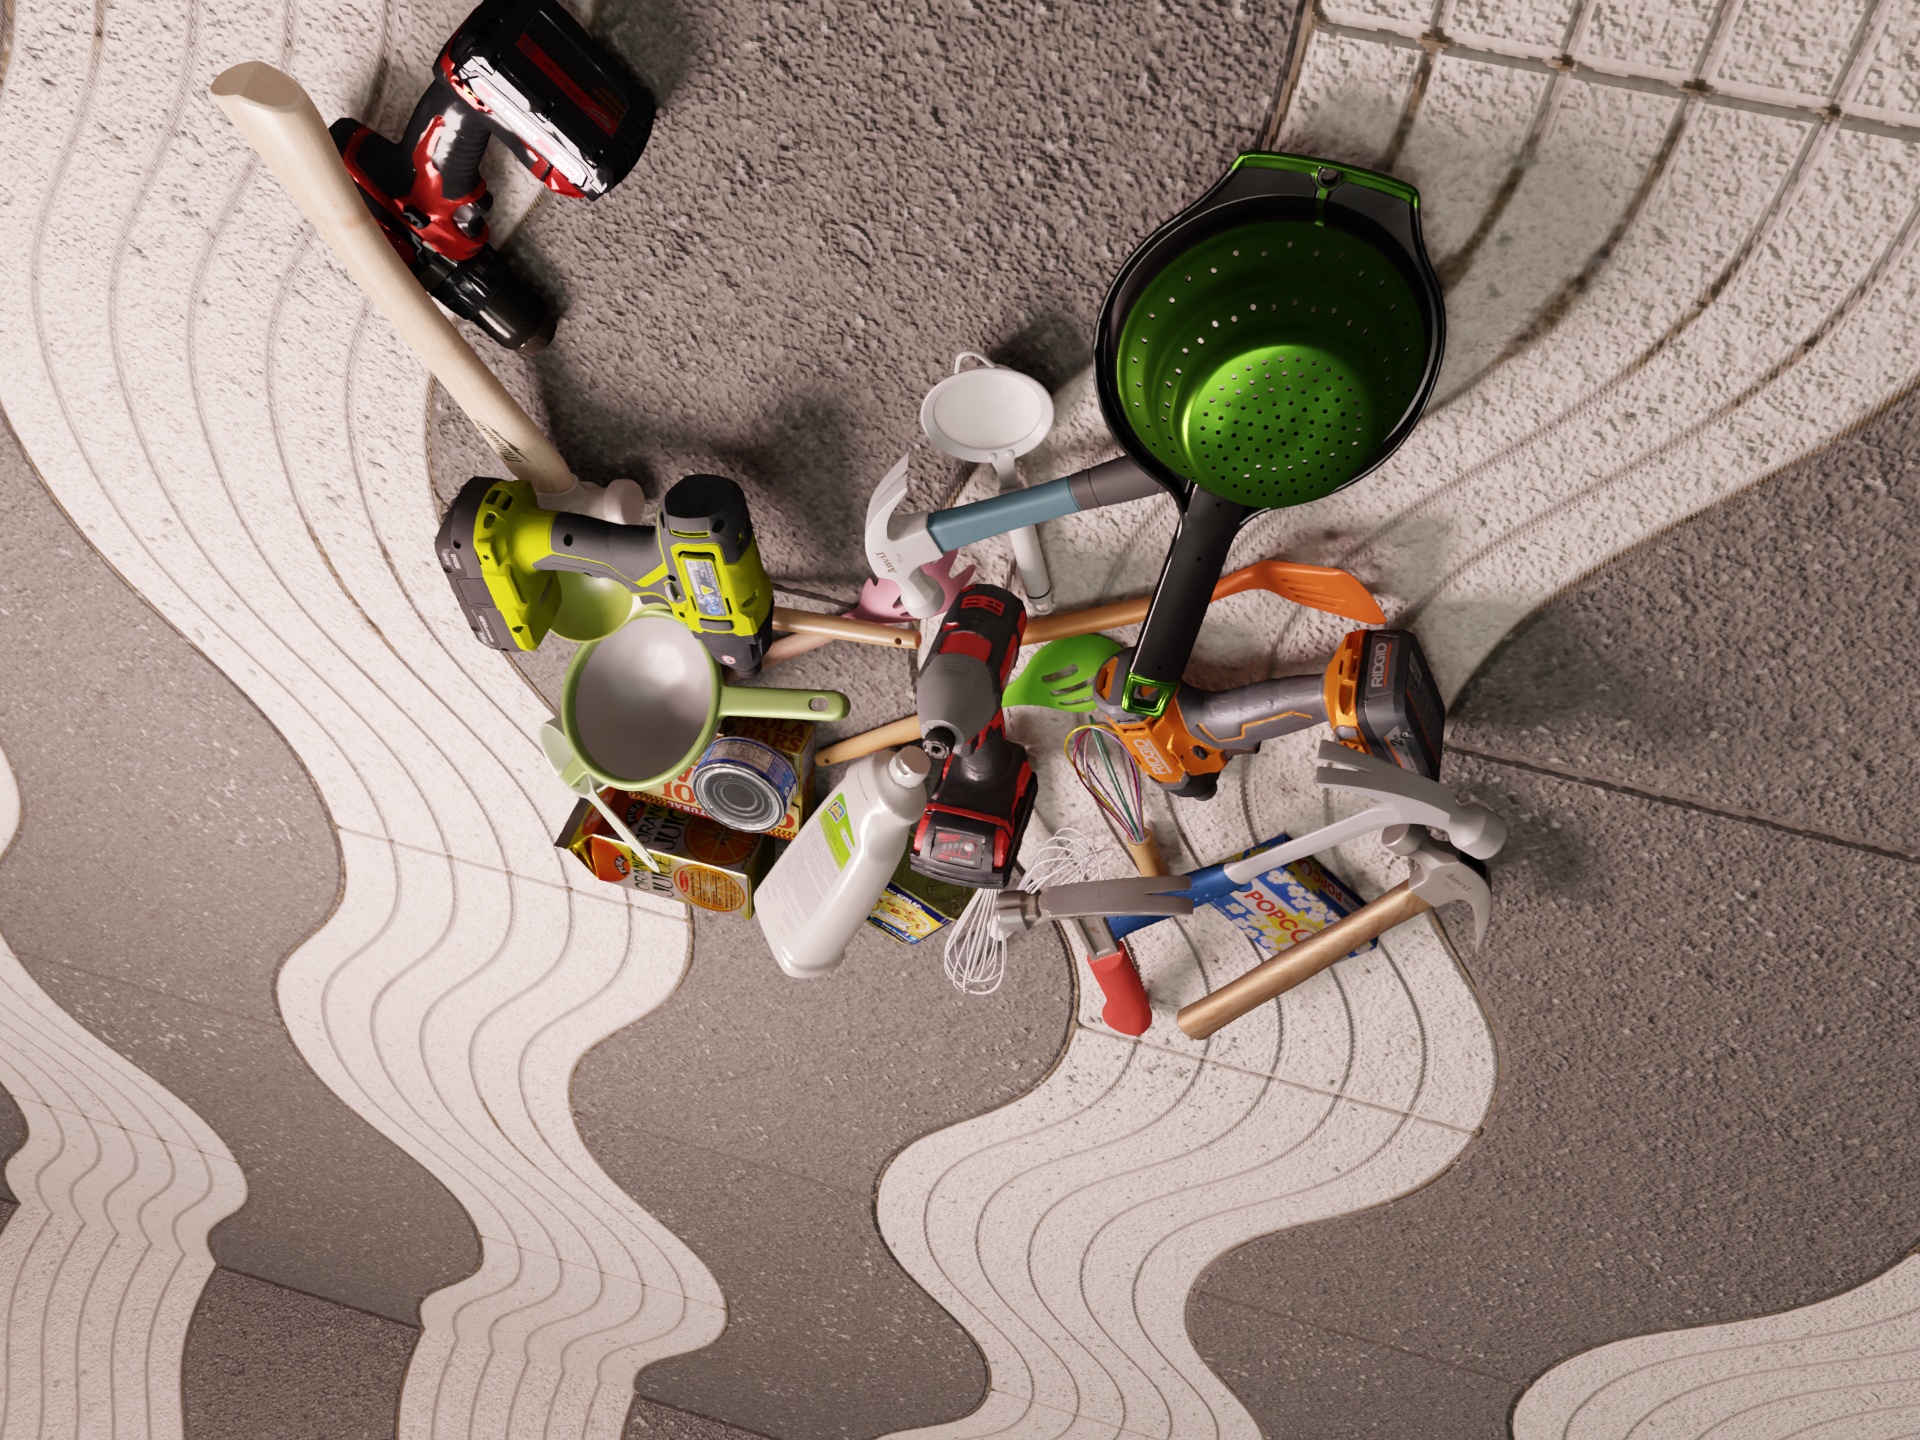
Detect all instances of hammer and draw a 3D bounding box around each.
[{"bbox_3d":[-0.361,-0.257,1.060,0.146,0.038,0.410,3,151,19],"label":"hammer"},{"bbox_3d":[0.089,-0.151,1.037,0.331,0.033,0.128,-14,141,20],"label":"hammer"},{"bbox_3d":[0.295,0.189,1.299,0.130,0.031,0.331,33,134,-14],"label":"hammer"},{"bbox_3d":[0.137,0.206,1.344,0.149,0.037,0.358,-6,154,12],"label":"hammer"},{"bbox_3d":[0.214,0.111,1.220,0.144,0.035,0.405,26,150,-20],"label":"hammer"}]

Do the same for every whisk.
[{"bbox_3d":[0.136,0.081,1.300,0.047,0.051,0.244,-28,133,-1],"label":"whisk"},{"bbox_3d":[0.030,0.135,1.353,0.059,0.058,0.246,25,121,20],"label":"whisk"},{"bbox_3d":[0.053,0.172,1.423,0.070,0.070,0.284,30,143,-11],"label":"whisk"}]

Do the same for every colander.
[{"bbox_3d":[0.162,-0.129,0.954,0.204,0.095,0.396,10,131,-5],"label":"colander"}]

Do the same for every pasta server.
[{"bbox_3d":[-0.116,-0.069,1.253,0.316,0.040,0.060,-18,126,40],"label":"pasta server"}]

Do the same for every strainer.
[{"bbox_3d":[-0.197,-0.013,1.280,0.256,0.151,0.069,3,173,21],"label":"strainer"},{"bbox_3d":[0.032,-0.162,1.084,0.087,0.050,0.258,-7,139,11],"label":"strainer"}]

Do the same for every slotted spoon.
[{"bbox_3d":[-0.002,-0.004,1.275,0.314,0.031,0.070,-18,124,37],"label":"slotted spoon"}]

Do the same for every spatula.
[{"bbox_3d":[0.136,-0.072,1.132,0.322,0.041,0.081,-10,153,30],"label":"spatula"}]

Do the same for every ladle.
[{"bbox_3d":[-0.182,-0.079,1.216,0.320,0.062,0.078,10,122,20],"label":"ladle"}]

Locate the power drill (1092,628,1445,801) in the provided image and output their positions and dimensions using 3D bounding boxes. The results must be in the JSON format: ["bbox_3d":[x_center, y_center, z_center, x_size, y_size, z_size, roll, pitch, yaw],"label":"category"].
[{"bbox_3d":[0.227,0.008,1.154,0.226,0.084,0.164,-3,145,30],"label":"power drill"}]

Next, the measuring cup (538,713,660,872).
[{"bbox_3d":[-0.309,0.061,1.411,0.167,0.038,0.083,50,148,3],"label":"measuring cup"}]

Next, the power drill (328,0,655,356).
[{"bbox_3d":[-0.290,-0.333,1.003,0.227,0.080,0.187,-19,133,40],"label":"power drill"}]

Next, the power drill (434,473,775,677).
[{"bbox_3d":[-0.249,-0.102,1.155,0.223,0.080,0.171,5,139,13],"label":"power drill"}]

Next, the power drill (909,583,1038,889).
[{"bbox_3d":[0.007,0.021,1.170,0.078,0.143,0.219,11,140,12],"label":"power drill"}]
